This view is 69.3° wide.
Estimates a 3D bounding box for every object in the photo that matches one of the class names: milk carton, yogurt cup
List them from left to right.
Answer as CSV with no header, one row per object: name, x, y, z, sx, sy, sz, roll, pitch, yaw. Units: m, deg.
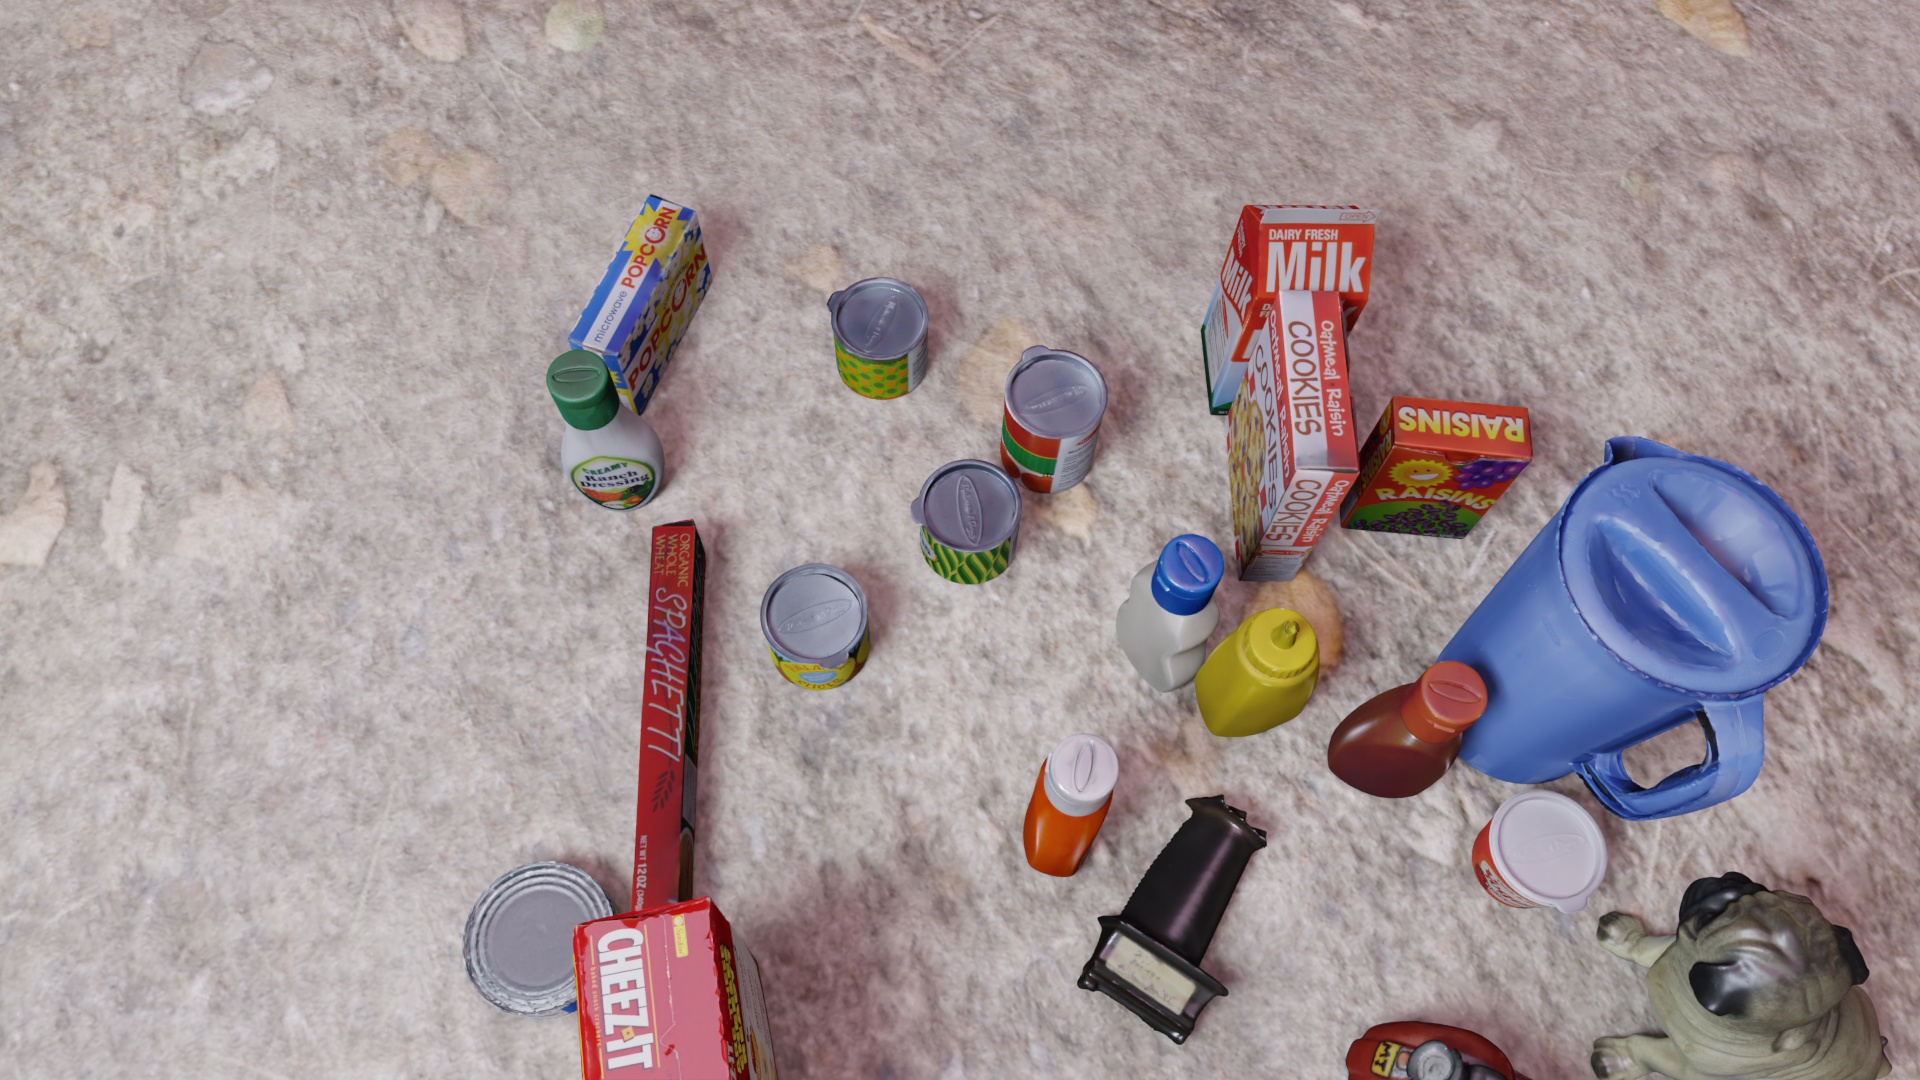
milk carton,0.212,-0.158,0.906,0.072,0.189,0.074,-1,66,-2
yogurt cup,0.341,0.188,0.828,0.072,0.053,0.072,1,66,-1

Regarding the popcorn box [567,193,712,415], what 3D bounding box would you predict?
popcorn box,-0.218,-0.160,0.954,0.038,0.085,0.127,19,67,7

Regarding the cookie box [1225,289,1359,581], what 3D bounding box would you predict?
cookie box,0.206,-0.061,0.875,0.040,0.166,0.123,1,66,-1

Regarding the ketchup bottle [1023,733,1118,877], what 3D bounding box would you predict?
ketchup bottle,0.062,0.147,0.788,0.043,0.148,0.065,12,66,4

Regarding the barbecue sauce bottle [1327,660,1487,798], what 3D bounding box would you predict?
barbecue sauce bottle,0.263,0.111,0.809,0.065,0.148,0.044,17,67,6

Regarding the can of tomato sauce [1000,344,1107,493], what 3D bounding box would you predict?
can of tomato sauce,0.059,-0.079,0.926,0.071,0.082,0.071,1,66,-1

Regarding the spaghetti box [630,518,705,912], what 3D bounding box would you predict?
spaghetti box,-0.177,0.110,0.853,0.029,0.050,0.251,-2,66,-2

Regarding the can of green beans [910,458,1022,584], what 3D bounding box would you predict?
can of green beans,0.006,-0.011,0.908,0.071,0.057,0.071,1,66,-1

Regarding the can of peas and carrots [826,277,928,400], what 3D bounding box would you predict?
can of peas and carrots,-0.057,-0.140,0.964,0.071,0.058,0.071,1,66,-1

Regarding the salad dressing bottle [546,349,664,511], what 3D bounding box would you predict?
salad dressing bottle,-0.227,-0.068,0.878,0.064,0.147,0.044,-6,66,-4

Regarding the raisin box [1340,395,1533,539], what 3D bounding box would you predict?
raisin box,0.302,-0.044,0.894,0.086,0.123,0.040,6,66,1

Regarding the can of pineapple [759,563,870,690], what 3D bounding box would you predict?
can of pineapple,-0.090,0.057,0.874,0.071,0.057,0.071,1,66,-1

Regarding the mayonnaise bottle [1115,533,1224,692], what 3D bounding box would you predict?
mayonnaise bottle,0.128,0.042,0.837,0.041,0.147,0.065,-28,70,-13

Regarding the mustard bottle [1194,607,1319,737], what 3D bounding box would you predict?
mustard bottle,0.180,0.074,0.817,0.065,0.159,0.049,-12,67,-6
